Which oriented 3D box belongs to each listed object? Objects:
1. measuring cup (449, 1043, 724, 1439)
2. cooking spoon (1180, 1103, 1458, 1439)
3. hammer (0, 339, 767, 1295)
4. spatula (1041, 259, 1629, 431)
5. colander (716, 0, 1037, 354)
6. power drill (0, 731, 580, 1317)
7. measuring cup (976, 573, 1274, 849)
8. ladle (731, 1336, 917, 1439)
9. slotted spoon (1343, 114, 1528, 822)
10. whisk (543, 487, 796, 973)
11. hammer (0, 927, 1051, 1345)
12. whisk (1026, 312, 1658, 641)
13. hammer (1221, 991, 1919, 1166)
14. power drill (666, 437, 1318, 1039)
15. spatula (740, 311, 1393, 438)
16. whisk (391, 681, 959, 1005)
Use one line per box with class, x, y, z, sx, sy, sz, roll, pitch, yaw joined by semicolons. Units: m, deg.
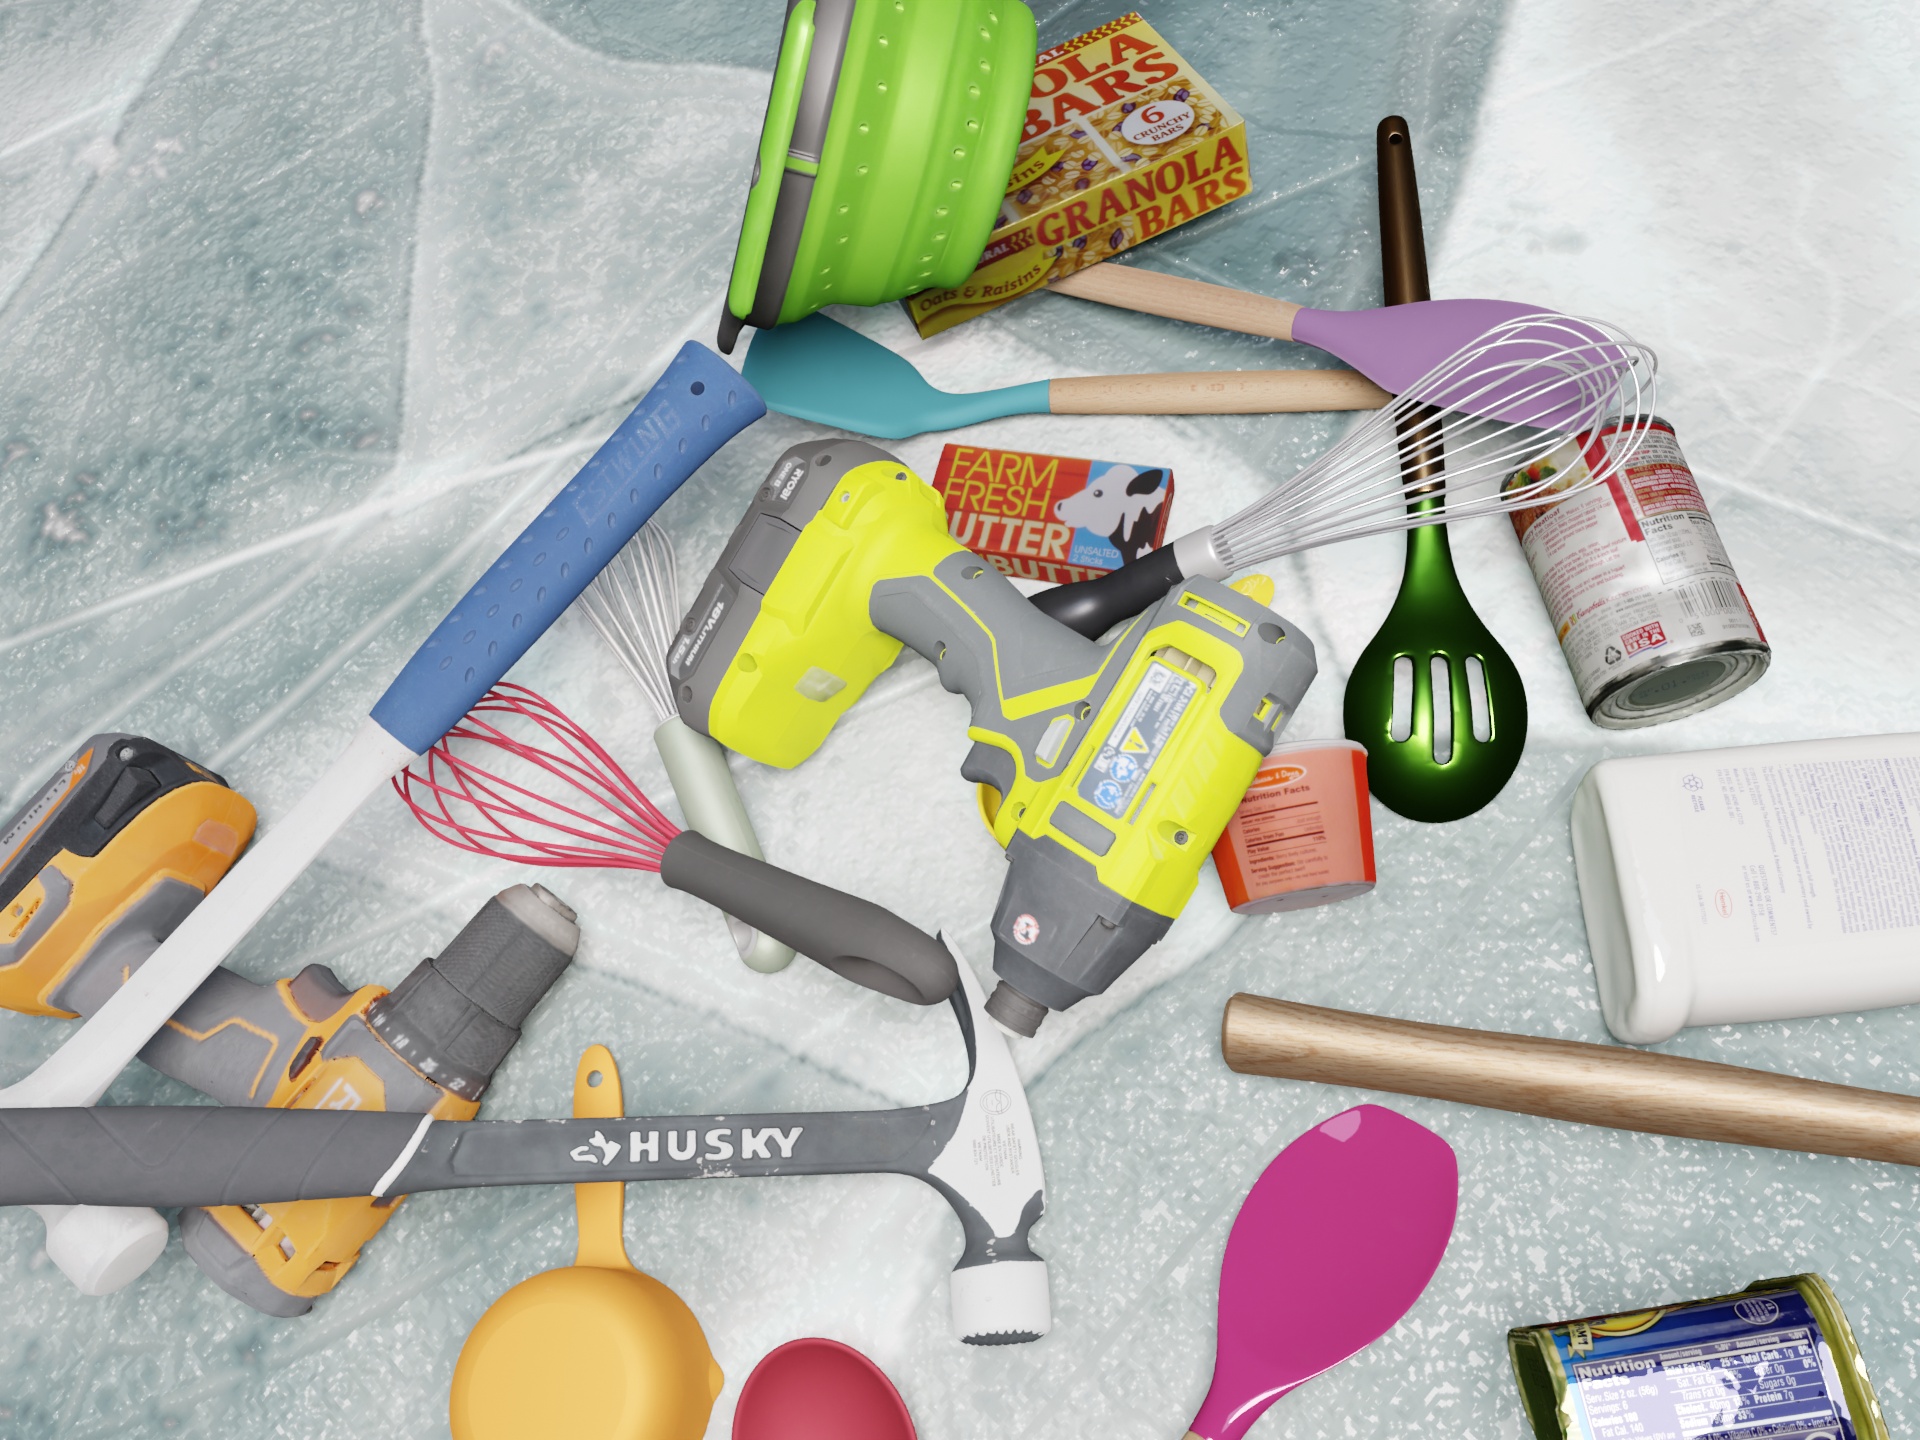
measuring cup;-0.143;0.203;0.588;0.095;0.052;0.174;-9;68;8
cooking spoon;0.066;0.258;0.518;0.069;0.017;0.319;24;64;37
hammer;-0.228;0.010;0.608;0.144;0.035;0.405;39;82;13
spatula;0.123;-0.176;0.680;0.316;0.018;0.060;21;68;31
colander;-0.032;-0.280;0.687;0.094;0.204;0.398;12;33;-12
power drill;-0.281;0.097;0.649;0.226;0.084;0.185;36;79;18
measuring cup;0.072;-0.001;0.646;0.156;0.029;0.062;-43;66;-10
ladle;-0.025;0.365;0.512;0.069;0.031;0.316;-16;67;12
slotted spoon;0.186;-0.114;0.651;0.070;0.031;0.314;-1;72;7
whisk;-0.121;-0.004;0.678;0.057;0.059;0.246;-45;62;40
hammer;-0.172;0.145;0.553;0.409;0.036;0.149;2;62;-12
whisk;0.122;-0.076;0.609;0.284;0.070;0.070;-23;63;27
hammer;0.250;0.125;0.521;0.331;0.129;0.031;5;56;22
power drill;-0.001;-0.002;0.601;0.223;0.080;0.171;32;92;33
spatula;0.065;-0.151;0.699;0.317;0.044;0.082;1;45;10
whisk;-0.122;0.047;0.617;0.296;0.073;0.073;20;73;31
